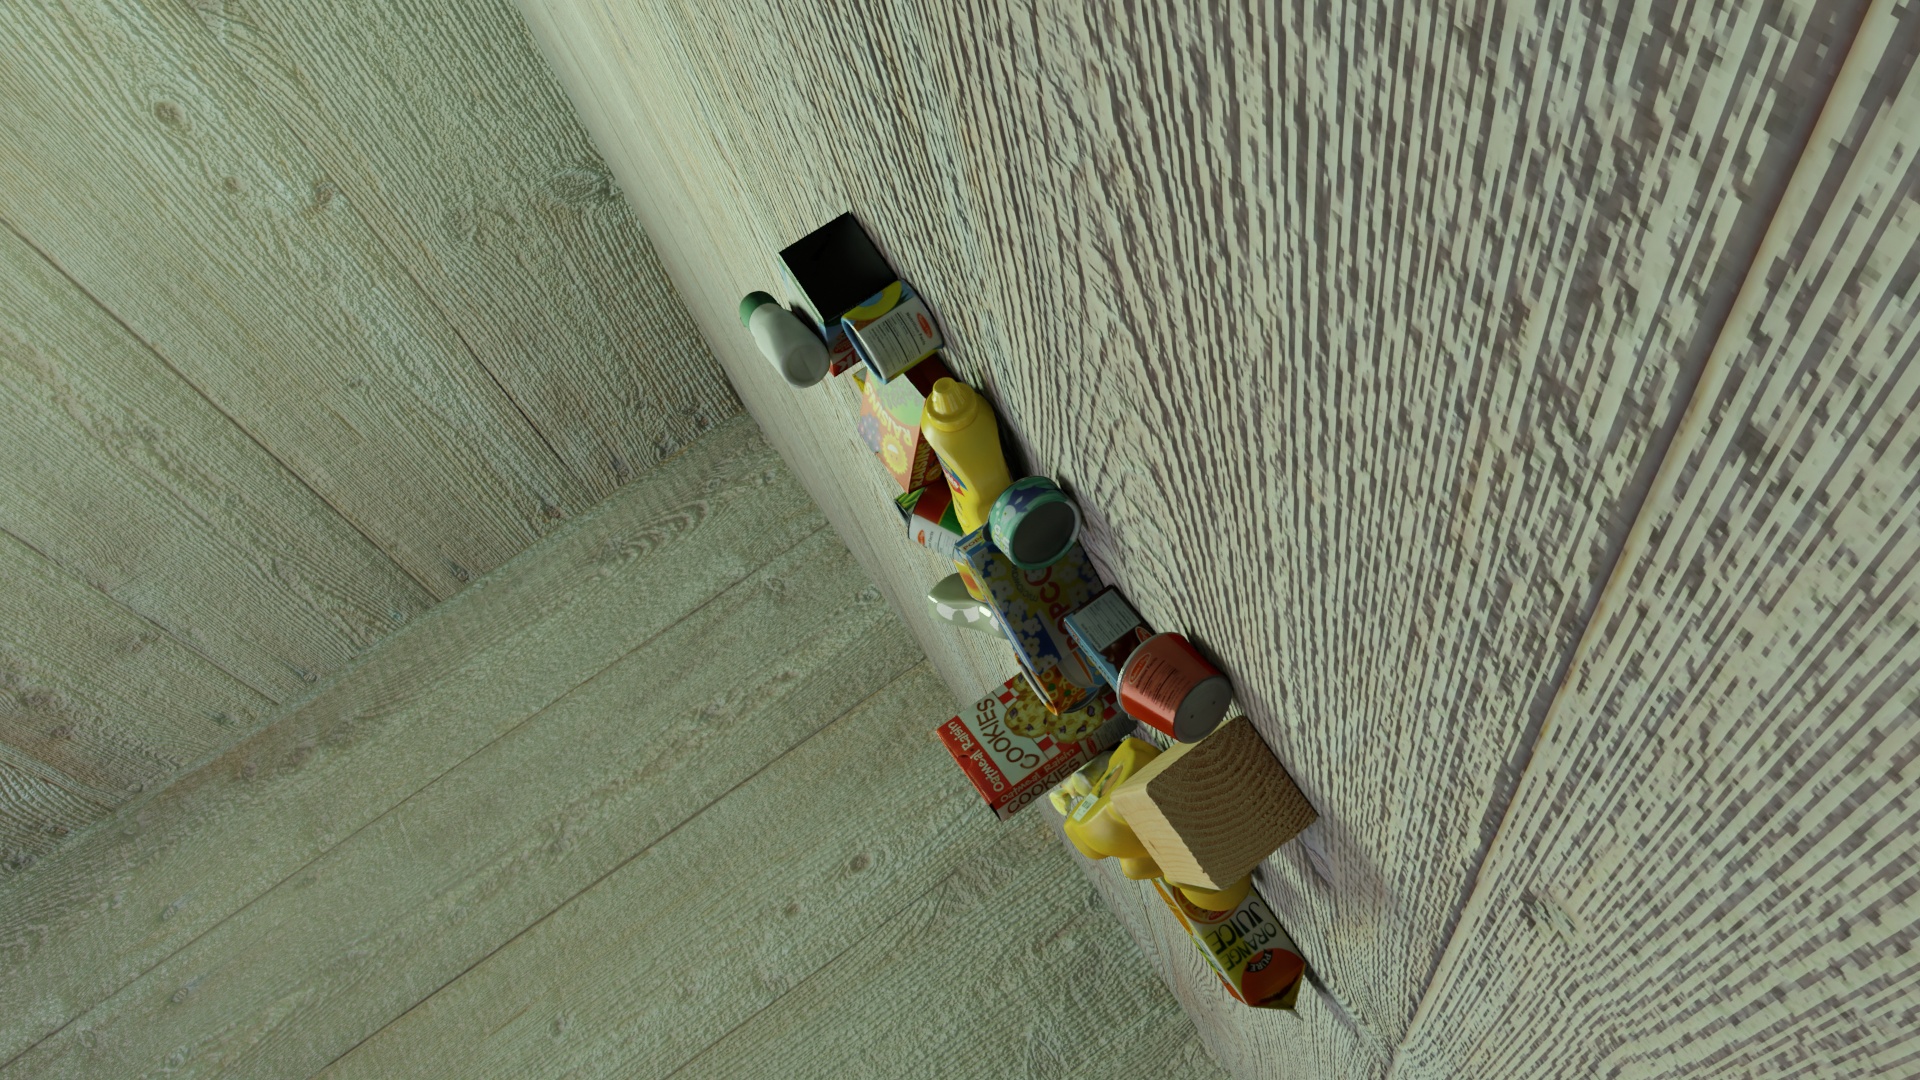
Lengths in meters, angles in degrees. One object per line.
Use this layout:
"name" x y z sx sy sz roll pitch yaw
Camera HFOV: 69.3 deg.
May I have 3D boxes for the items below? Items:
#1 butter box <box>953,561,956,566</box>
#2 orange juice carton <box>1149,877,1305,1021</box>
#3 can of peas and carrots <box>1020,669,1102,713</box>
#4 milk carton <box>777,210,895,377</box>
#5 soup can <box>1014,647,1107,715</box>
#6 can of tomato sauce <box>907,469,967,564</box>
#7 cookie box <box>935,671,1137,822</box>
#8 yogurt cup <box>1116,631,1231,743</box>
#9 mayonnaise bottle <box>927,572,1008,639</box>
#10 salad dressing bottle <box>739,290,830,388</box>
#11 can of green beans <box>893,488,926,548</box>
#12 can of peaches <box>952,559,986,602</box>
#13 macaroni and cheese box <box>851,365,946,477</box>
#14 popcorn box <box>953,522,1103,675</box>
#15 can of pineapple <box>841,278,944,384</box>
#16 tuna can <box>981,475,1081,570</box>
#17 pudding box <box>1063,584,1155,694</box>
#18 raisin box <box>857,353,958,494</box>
"butter box" 0.027 0.030 1.461 0.024 0.053 0.103 45 167 46
"orange juice carton" 0.270 0.385 1.361 0.193 0.073 0.071 55 172 7
"can of peas and carrots" 0.098 0.126 1.367 0.059 0.071 0.070 46 168 54
"milk carton" -0.103 -0.205 1.216 0.073 0.072 0.190 56 172 8
"soup can" 0.099 0.100 1.189 0.071 0.084 0.071 55 172 12
"can of tomato sauce" 0.004 -0.016 1.260 0.083 0.071 0.071 25 164 14
"cookie box" 0.074 0.190 1.401 0.123 0.168 0.040 47 167 50
"yogurt cup" 0.151 0.104 0.963 0.054 0.072 0.072 36 160 46
"mayonnaise bottle" 0.041 0.071 1.374 0.148 0.065 0.041 16 123 36
"salad dressing bottle" -0.158 -0.181 1.220 0.148 0.044 0.064 48 168 53
"can of green beans" -0.033 -0.035 1.549 0.071 0.058 0.071 54 172 11
"can of peaches" 0.030 0.018 1.351 0.071 0.071 0.057 48 168 46
"macaroni and cheese box" -0.038 -0.102 1.358 0.123 0.040 0.167 60 171 -29
"popcorn box" 0.063 0.035 1.128 0.126 0.085 0.038 60 170 -23
"can of pineapple" -0.056 -0.168 1.121 0.071 0.058 0.071 55 172 11
"tuna can" 0.054 -0.012 1.045 0.033 0.071 0.070 46 168 46
"pudding box" 0.124 0.081 1.081 0.084 0.050 0.030 51 172 31
"raisin box" -0.047 -0.113 1.208 0.086 0.040 0.122 51 149 26
